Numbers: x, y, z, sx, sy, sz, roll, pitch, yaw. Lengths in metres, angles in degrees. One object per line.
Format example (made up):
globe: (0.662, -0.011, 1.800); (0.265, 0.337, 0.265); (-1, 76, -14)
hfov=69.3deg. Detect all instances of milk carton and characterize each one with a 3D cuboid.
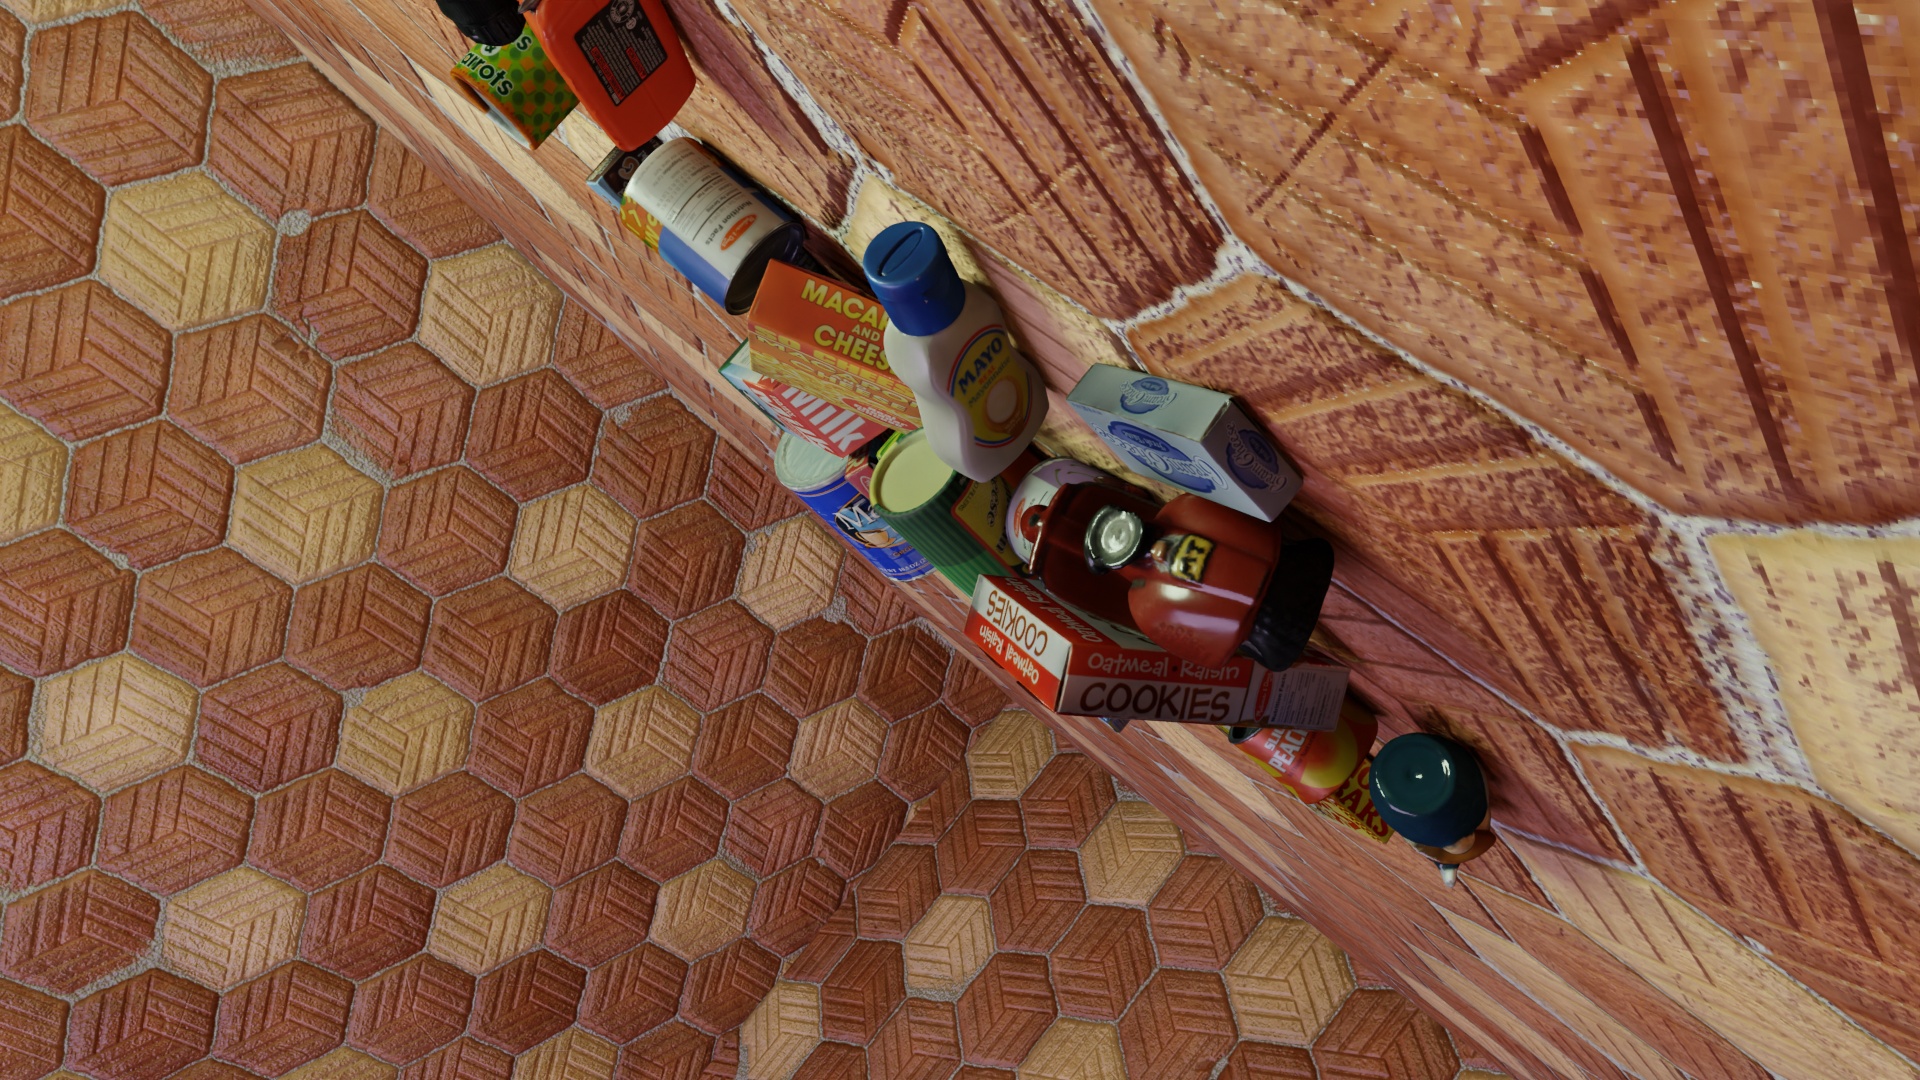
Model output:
milk carton: (-0.101, -0.114, 0.980); (0.072, 0.073, 0.191); (43, 173, -25)

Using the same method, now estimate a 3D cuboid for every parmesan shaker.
parmesan shaker: (0.003, -0.010, 0.798); (0.103, 0.071, 0.071); (44, 173, -40)

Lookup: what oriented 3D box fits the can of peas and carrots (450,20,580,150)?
can of peas and carrots: (-0.268, -0.284, 0.848); (0.071, 0.059, 0.071); (39, 173, 6)

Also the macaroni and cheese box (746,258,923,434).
macaroni and cheese box: (-0.059, -0.105, 0.799); (0.124, 0.040, 0.166); (22, 175, -6)

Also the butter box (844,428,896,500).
butter box: (-0.052, -0.066, 0.993); (0.053, 0.024, 0.104); (43, -148, -30)

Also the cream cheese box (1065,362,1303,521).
cream cheese box: (0.091, -0.043, 0.575); (0.053, 0.024, 0.104); (42, 174, -29)

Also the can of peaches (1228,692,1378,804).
can of peaches: (0.199, 0.111, 0.806); (0.058, 0.071, 0.071); (40, 173, -2)

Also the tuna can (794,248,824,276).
tuna can: (-0.117, -0.171, 0.866); (0.071, 0.033, 0.071); (39, 174, 6)

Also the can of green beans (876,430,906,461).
can of green beans: (-0.014, -0.058, 0.928); (0.071, 0.058, 0.071); (39, 173, 6)

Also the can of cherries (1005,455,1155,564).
can of cherries: (0.070, -0.008, 0.767); (0.071, 0.071, 0.058); (45, 171, -37)

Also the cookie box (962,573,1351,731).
cookie box: (0.102, 0.061, 0.748); (0.168, 0.040, 0.123); (7, -168, -23)

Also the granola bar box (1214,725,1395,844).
granola bar box: (0.222, 0.134, 0.968); (0.165, 0.039, 0.124); (41, 174, -4)

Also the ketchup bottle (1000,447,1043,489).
ketchup bottle: (0.062, -0.011, 0.879); (0.148, 0.043, 0.064); (41, 167, -13)

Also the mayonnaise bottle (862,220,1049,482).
mayonnaise bottle: (-0.003, -0.088, 0.651); (0.041, 0.065, 0.147); (32, 167, 31)

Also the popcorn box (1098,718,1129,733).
popcorn box: (0.100, 0.080, 1.092); (0.127, 0.085, 0.038); (36, 173, 30)

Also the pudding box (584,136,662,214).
pudding box: (-0.194, -0.220, 0.898); (0.083, 0.050, 0.030); (44, 171, -31)

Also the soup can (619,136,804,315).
soup can: (-0.142, -0.179, 0.797); (0.084, 0.071, 0.071); (40, 173, 8)
